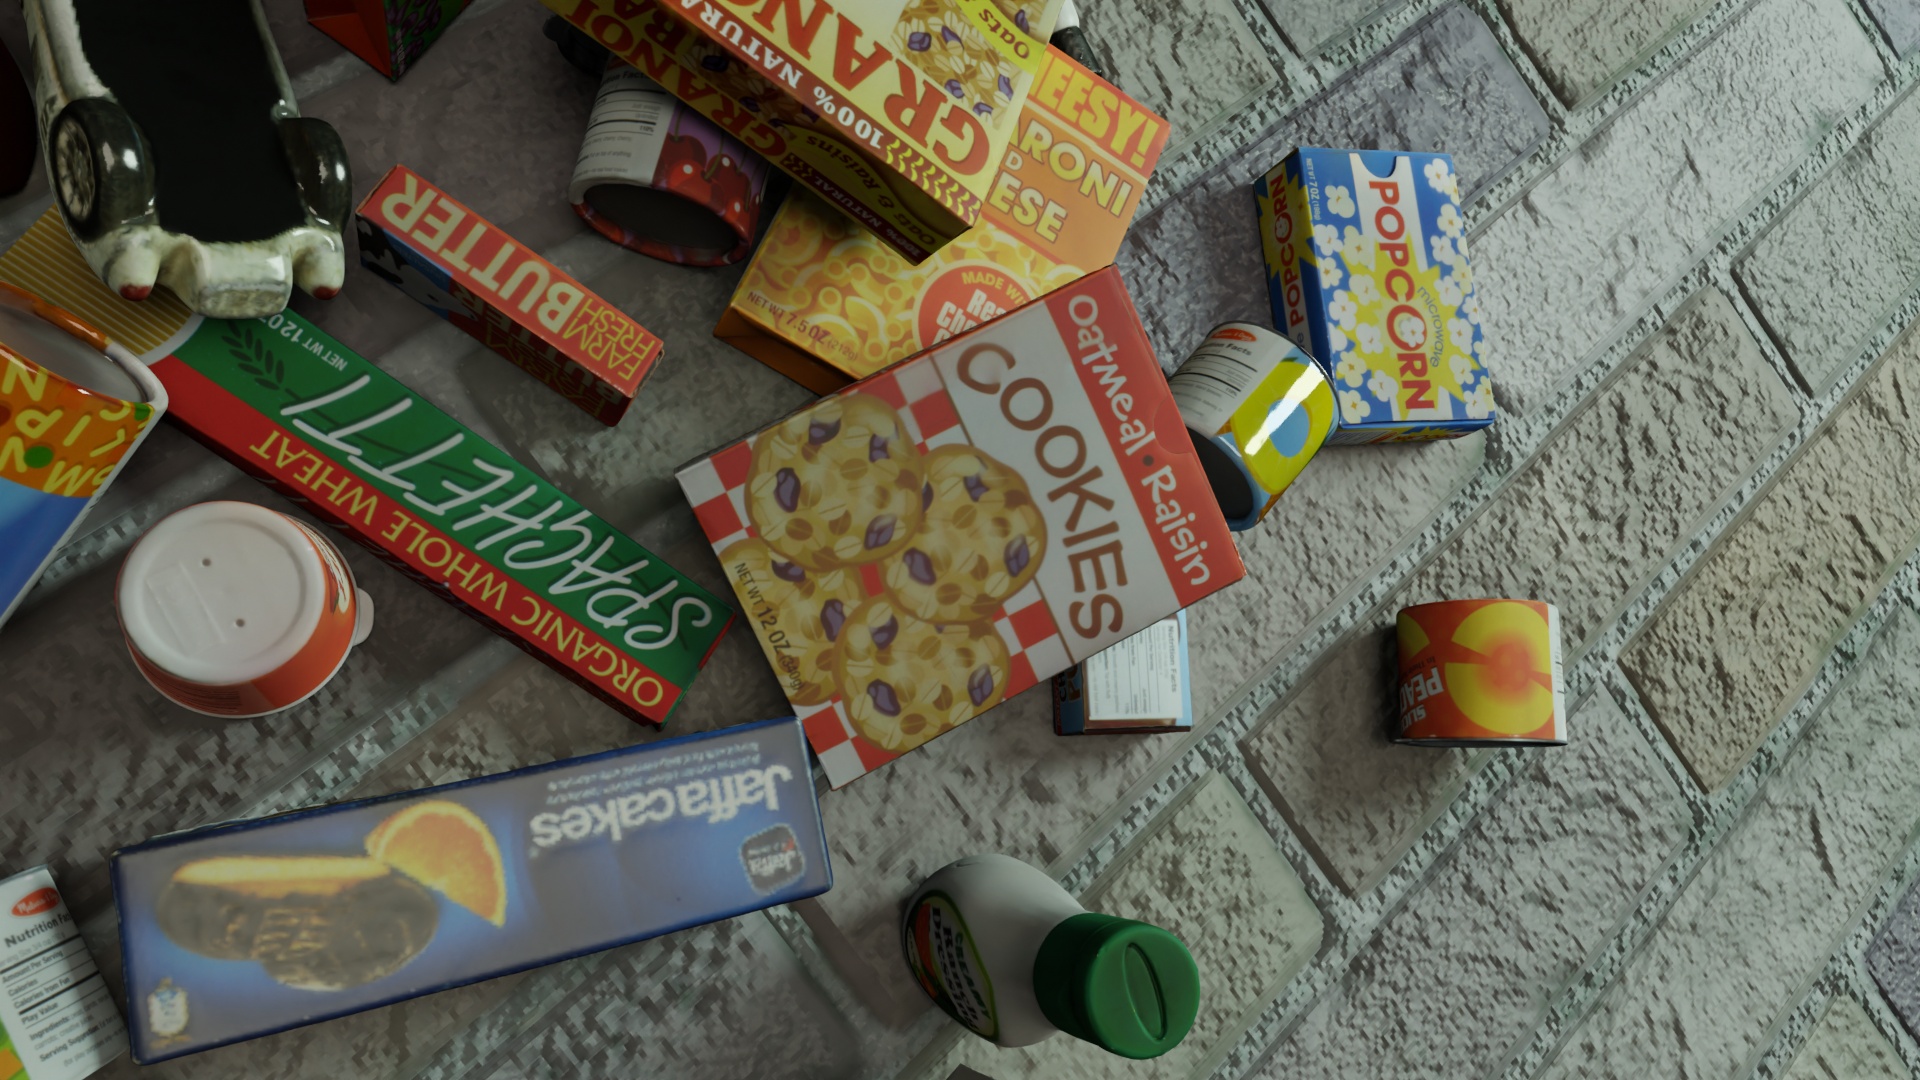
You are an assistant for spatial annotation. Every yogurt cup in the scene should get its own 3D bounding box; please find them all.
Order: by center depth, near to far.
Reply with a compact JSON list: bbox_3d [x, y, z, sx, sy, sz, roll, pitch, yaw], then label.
[{"bbox_3d":[-0.222,0.019,0.425,0.072,0.054,0.072,4,79,-20],"label":"yogurt cup"}]

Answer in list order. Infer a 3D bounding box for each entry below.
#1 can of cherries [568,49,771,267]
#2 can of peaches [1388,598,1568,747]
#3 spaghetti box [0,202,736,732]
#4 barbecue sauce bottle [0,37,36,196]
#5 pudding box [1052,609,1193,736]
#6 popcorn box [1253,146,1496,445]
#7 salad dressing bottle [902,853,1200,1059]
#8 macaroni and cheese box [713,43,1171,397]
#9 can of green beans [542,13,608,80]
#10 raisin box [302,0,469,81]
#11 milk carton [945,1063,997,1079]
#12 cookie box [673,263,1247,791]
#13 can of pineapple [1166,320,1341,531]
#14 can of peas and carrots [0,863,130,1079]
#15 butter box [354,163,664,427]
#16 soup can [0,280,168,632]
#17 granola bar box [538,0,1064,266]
[{"bbox_3d":[-0.099,-0.137,0.497,0.071,0.071,0.058,16,75,-18],"label":"can of cherries"},{"bbox_3d":[0.216,0.057,0.586,0.071,0.071,0.058,6,79,-21],"label":"can of peaches"},{"bbox_3d":[-0.189,-0.024,0.459,0.250,0.028,0.050,35,70,-12],"label":"spaghetti box"},{"bbox_3d":[-0.293,-0.147,0.376,0.044,0.148,0.065,-14,86,-24],"label":"barbecue sauce bottle"},{"bbox_3d":[0.063,0.034,0.548,0.050,0.030,0.084,1,80,-20],"label":"pudding box"},{"bbox_3d":[0.184,-0.107,0.618,0.085,0.038,0.127,-4,82,-21],"label":"popcorn box"},{"bbox_3d":[0.025,0.136,0.450,0.044,0.147,0.064,-16,86,-23],"label":"salad dressing bottle"},{"bbox_3d":[-0.004,-0.123,0.546,0.123,0.040,0.167,29,71,-14],"label":"macaroni and cheese box"},{"bbox_3d":[-0.113,-0.205,0.503,0.071,0.071,0.058,-1,80,-22],"label":"can of green beans"},{"bbox_3d":[-0.173,-0.230,0.473,0.040,0.086,0.124,35,70,-7],"label":"raisin box"},{"bbox_3d":[-0.051,0.246,0.440,0.191,0.072,0.073,-44,97,-23],"label":"milk carton"},{"bbox_3d":[0.002,-0.006,0.492,0.168,0.040,0.122,-26,100,-8],"label":"cookie box"},{"bbox_3d":[0.111,-0.044,0.563,0.071,0.071,0.058,46,68,-8],"label":"can of pineapple"},{"bbox_3d":[-0.274,0.131,0.378,0.071,0.071,0.058,-27,91,-24],"label":"can of peas and carrots"},{"bbox_3d":[-0.152,-0.080,0.471,0.103,0.053,0.024,34,72,-13],"label":"butter box"},{"bbox_3d":[-0.279,-0.025,0.387,0.071,0.071,0.083,37,92,-12],"label":"soup can"},{"bbox_3d":[-0.052,-0.191,0.473,0.165,0.039,0.125,32,61,-23],"label":"granola bar box"}]
